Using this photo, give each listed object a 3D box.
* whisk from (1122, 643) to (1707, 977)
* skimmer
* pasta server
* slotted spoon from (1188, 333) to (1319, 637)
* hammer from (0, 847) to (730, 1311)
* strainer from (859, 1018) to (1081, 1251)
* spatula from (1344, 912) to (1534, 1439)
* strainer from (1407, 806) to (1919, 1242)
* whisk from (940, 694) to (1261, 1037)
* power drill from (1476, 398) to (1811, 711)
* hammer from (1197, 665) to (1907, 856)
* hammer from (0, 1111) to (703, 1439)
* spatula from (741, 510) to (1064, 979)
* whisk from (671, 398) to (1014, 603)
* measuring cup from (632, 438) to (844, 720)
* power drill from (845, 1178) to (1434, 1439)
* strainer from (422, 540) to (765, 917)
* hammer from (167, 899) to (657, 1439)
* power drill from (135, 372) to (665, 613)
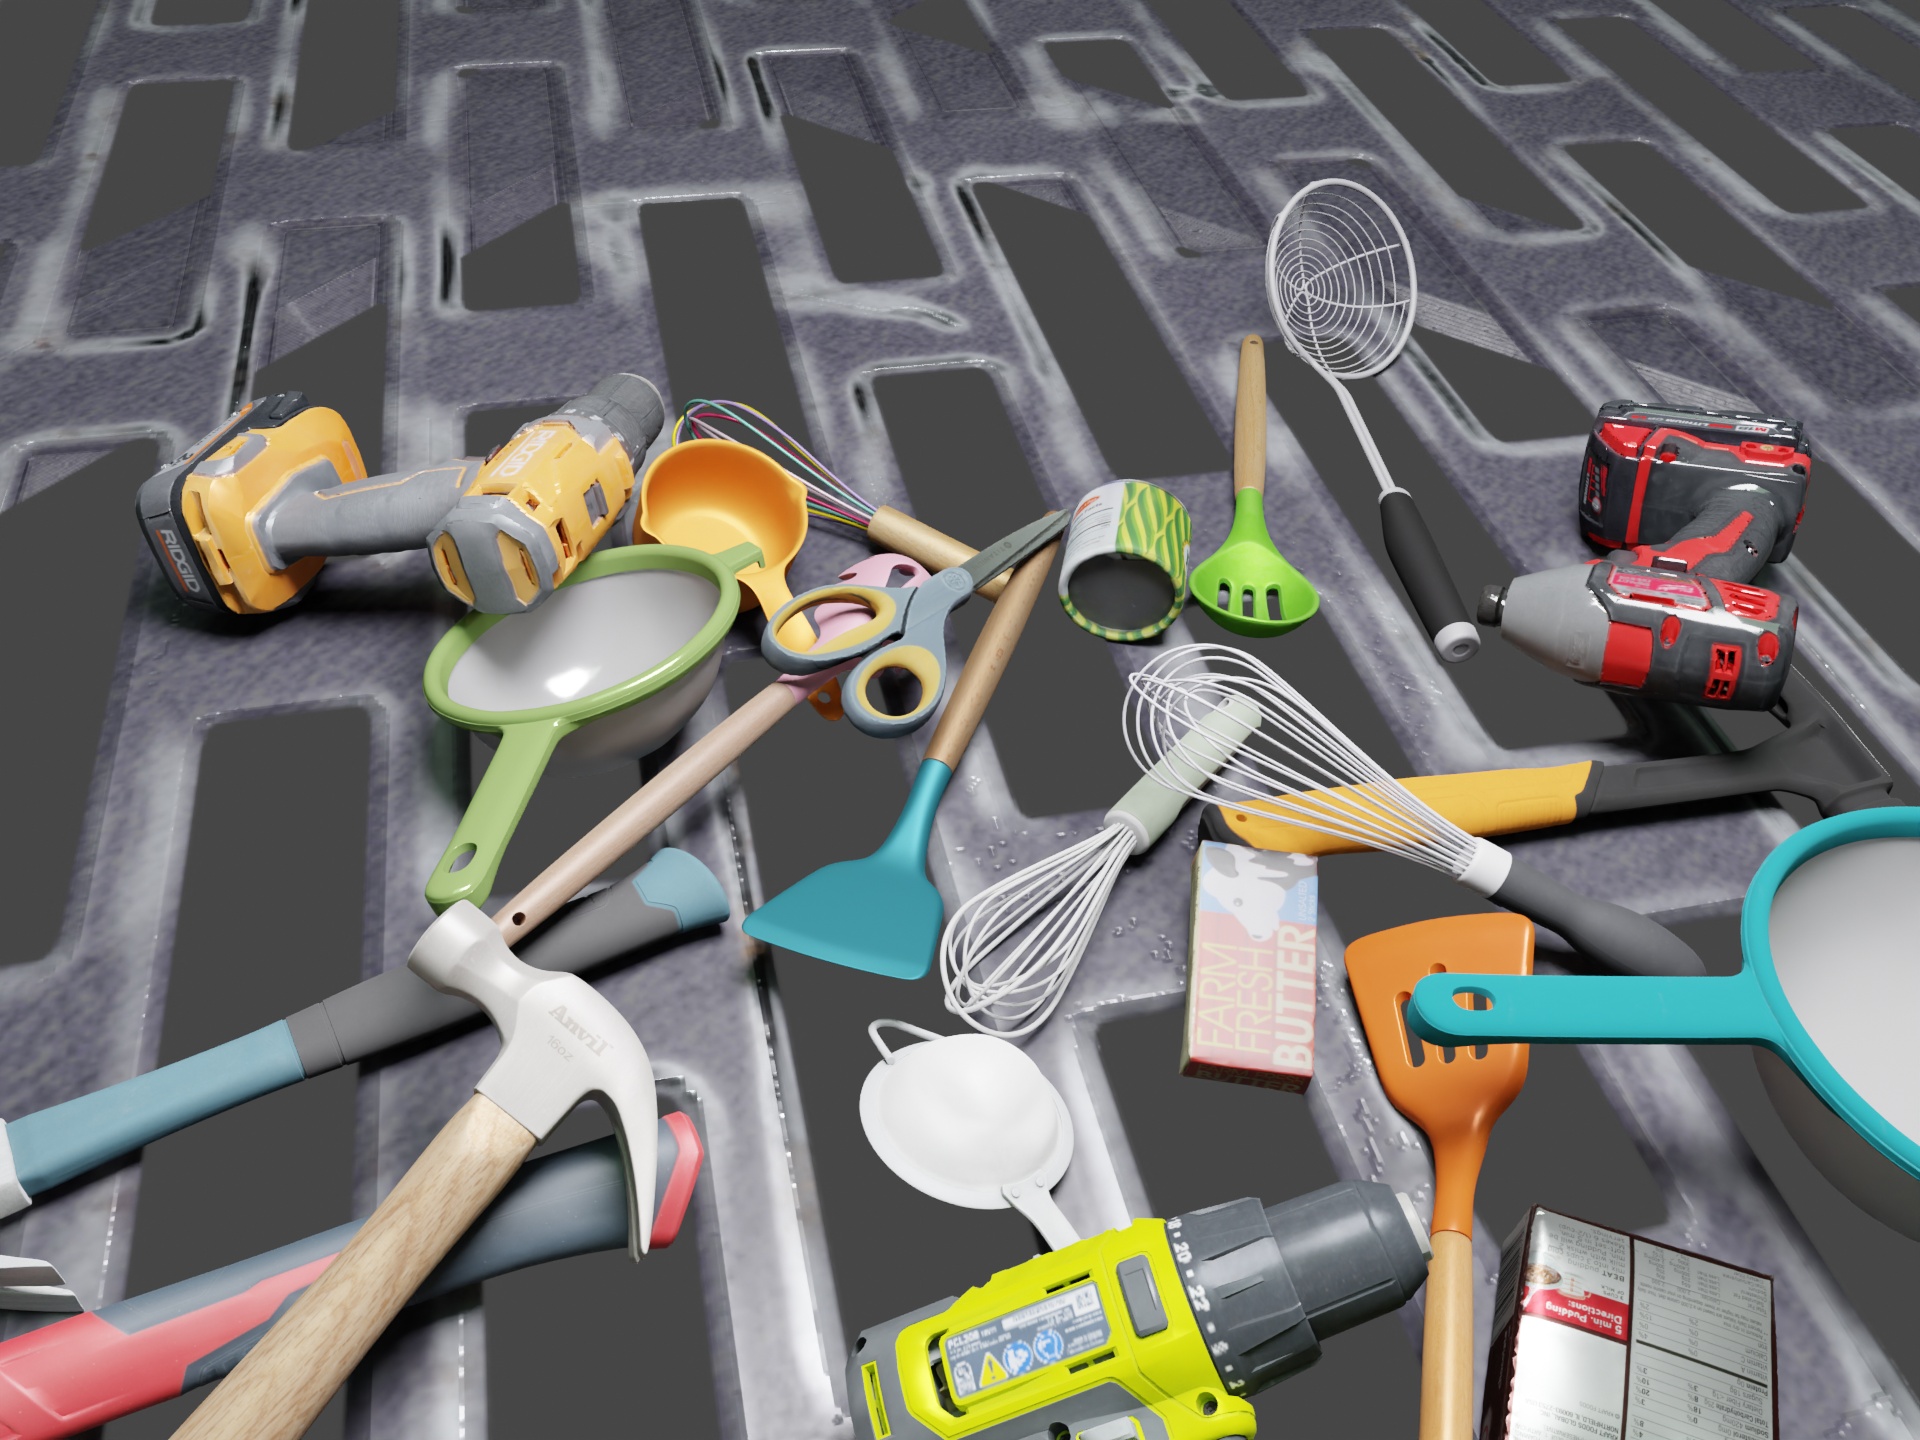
[{"bbox_3d":[0.198,0.048,0.692,0.284,0.070,0.070,28,47,-2],"label":"whisk"},{"bbox_3d":[0.260,-0.188,0.943,0.127,0.090,0.364,21,40,-28],"label":"skimmer"},{"bbox_3d":[-0.102,0.006,0.735,0.060,0.040,0.316,48,51,-2],"label":"pasta server"},{"bbox_3d":[0.173,-0.145,0.940,0.070,0.031,0.314,8,43,4],"label":"slotted spoon"},{"bbox_3d":[-0.251,0.124,0.635,0.331,0.033,0.128,-21,49,-23],"label":"hammer"},{"bbox_3d":[0.042,0.193,0.584,0.087,0.050,0.259,-13,49,-36],"label":"strainer"},{"bbox_3d":[0.170,0.202,0.566,0.081,0.041,0.323,-15,34,29],"label":"spatula"},{"bbox_3d":[0.335,0.137,0.618,0.340,0.095,0.211,1,43,-2],"label":"strainer"},{"bbox_3d":[0.072,0.056,0.722,0.059,0.058,0.246,52,52,-3],"label":"whisk"},{"bbox_3d":[0.362,-0.087,0.830,0.143,0.078,0.220,12,38,25],"label":"power drill"},{"bbox_3d":[0.275,0.031,0.764,0.337,0.034,0.127,-7,47,-10],"label":"hammer"},{"bbox_3d":[-0.277,0.195,0.530,0.386,0.038,0.143,-16,75,-23],"label":"hammer"},{"bbox_3d":[-0.001,-0.002,0.760,0.082,0.044,0.318,13,51,15],"label":"spatula"},{"bbox_3d":[-0.062,-0.123,0.891,0.245,0.051,0.047,28,44,19],"label":"whisk"},{"bbox_3d":[-0.109,-0.063,0.828,0.095,0.052,0.174,-20,72,-31],"label":"measuring cup"},{"bbox_3d":[0.078,0.255,0.463,0.190,0.080,0.229,-23,48,5],"label":"power drill"},{"bbox_3d":[-0.174,0.013,0.708,0.151,0.069,0.257,-7,35,12],"label":"strainer"},{"bbox_3d":[-0.219,0.219,0.500,0.130,0.031,0.331,38,63,1],"label":"hammer"},{"bbox_3d":[-0.273,-0.125,0.818,0.226,0.084,0.185,1,37,16],"label":"power drill"}]
